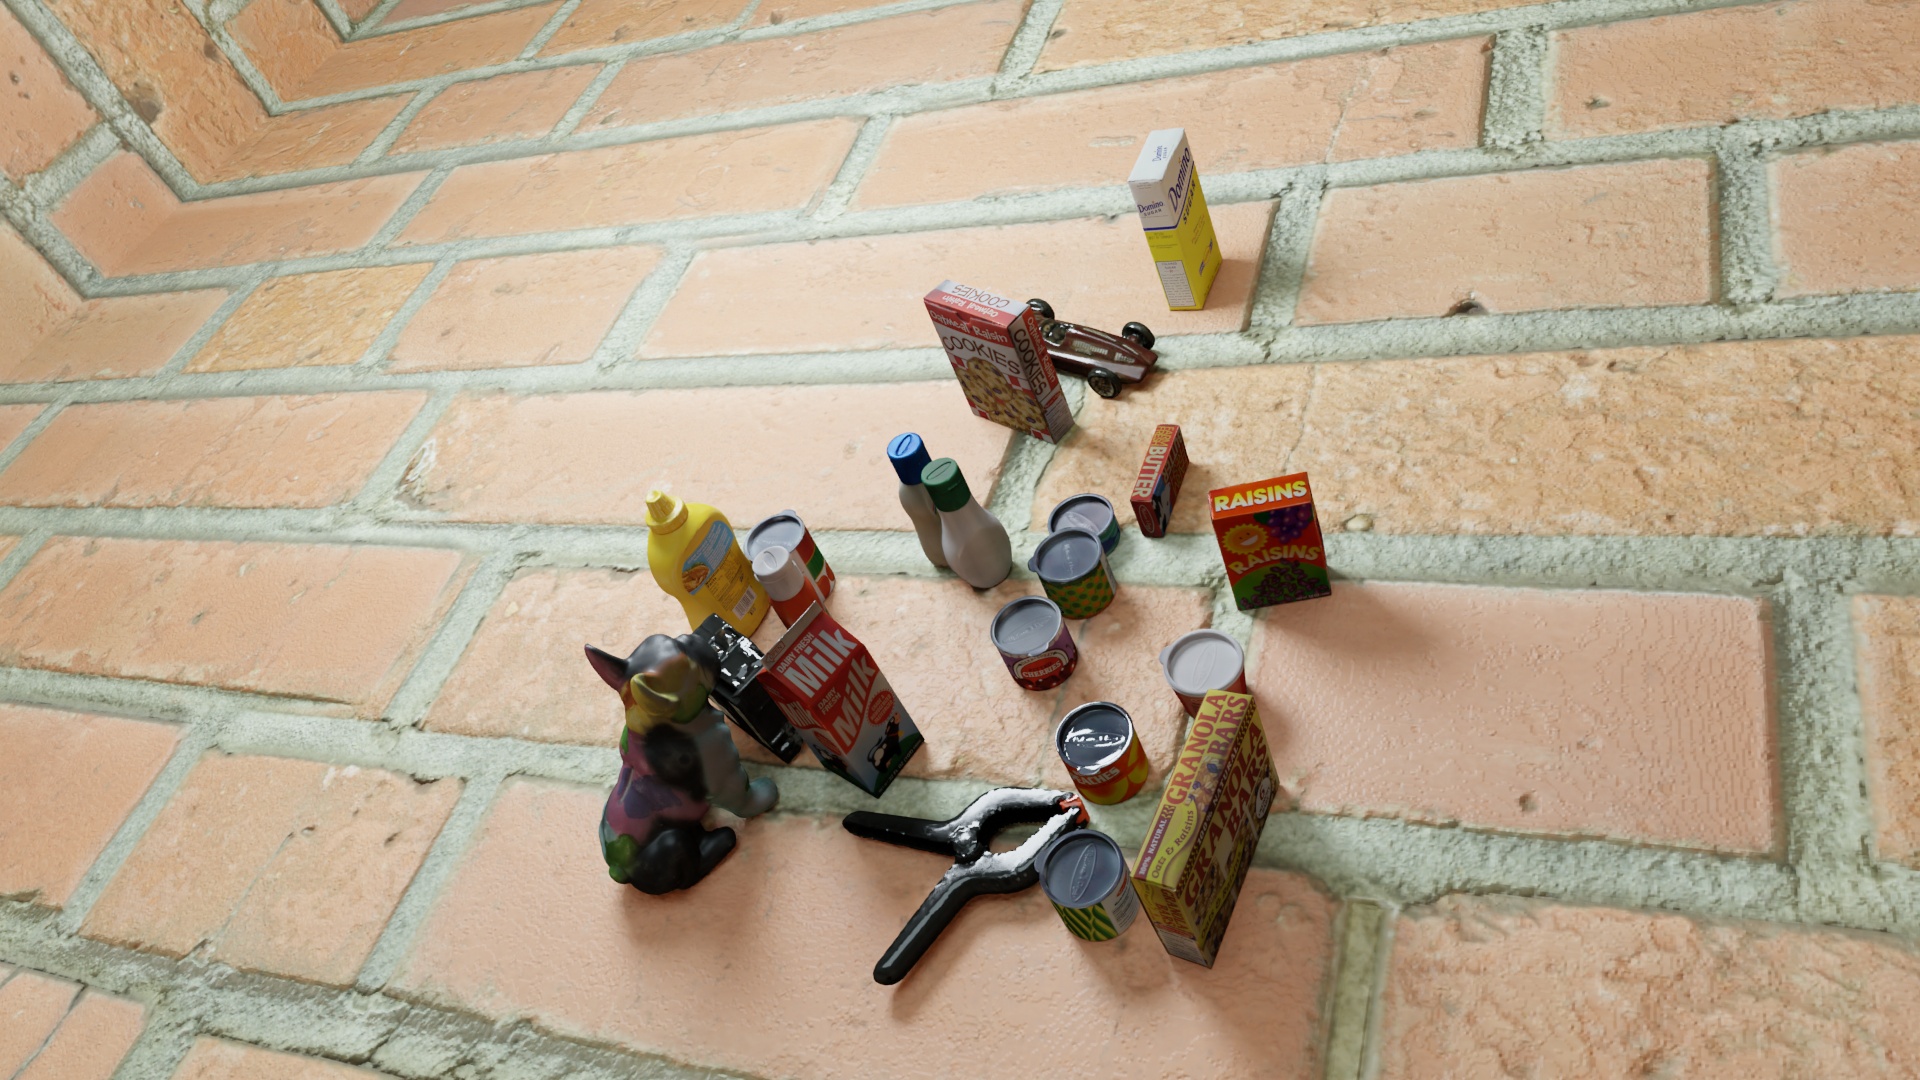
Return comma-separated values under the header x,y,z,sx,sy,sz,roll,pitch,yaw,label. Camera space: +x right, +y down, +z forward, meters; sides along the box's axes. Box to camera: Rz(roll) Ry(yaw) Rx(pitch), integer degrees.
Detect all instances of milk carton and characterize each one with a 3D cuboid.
x,y,z,sx,sy,sz,roll,pitch,yaw,label
-0.109,0.134,1.196,0.073,0.189,0.072,22,61,38,milk carton

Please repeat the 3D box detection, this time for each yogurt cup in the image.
x,y,z,sx,sy,sz,roll,pitch,yaw,label
0.209,0.116,1.165,0.072,0.053,0.073,-13,45,13,yogurt cup

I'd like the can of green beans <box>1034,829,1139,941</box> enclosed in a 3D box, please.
x,y,z,sx,sy,sz,roll,pitch,yaw,label
0.100,0.266,1.070,0.071,0.057,0.071,-13,45,13,can of green beans

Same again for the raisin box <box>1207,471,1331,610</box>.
x,y,z,sx,sy,sz,roll,pitch,yaw,label
0.268,0.002,1.197,0.086,0.123,0.040,-11,46,16,raisin box

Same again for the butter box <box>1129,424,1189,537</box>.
x,y,z,sx,sy,sz,roll,pitch,yaw,label
0.193,-0.059,1.340,0.024,0.053,0.104,4,51,28,butter box

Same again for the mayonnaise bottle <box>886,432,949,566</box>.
x,y,z,sx,sy,sz,roll,pitch,yaw,label
-0.030,-0.042,1.358,0.041,0.147,0.065,7,53,30,mayonnaise bottle

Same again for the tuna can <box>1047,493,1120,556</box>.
x,y,z,sx,sy,sz,roll,pitch,yaw,label
0.118,-0.010,1.342,0.071,0.032,0.071,-13,45,13,tuna can

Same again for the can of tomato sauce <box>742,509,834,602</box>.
x,y,z,sx,sy,sz,roll,pitch,yaw,label
-0.172,0.022,1.410,0.071,0.082,0.071,-13,45,13,can of tomato sauce

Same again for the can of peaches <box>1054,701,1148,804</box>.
x,y,z,sx,sy,sz,roll,pitch,yaw,label
0.117,0.178,1.146,0.071,0.057,0.071,-13,45,13,can of peaches

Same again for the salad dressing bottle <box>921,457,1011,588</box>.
x,y,z,sx,sy,sz,roll,pitch,yaw,label
0.005,-0.017,1.318,0.064,0.147,0.044,-36,44,-10,salad dressing bottle

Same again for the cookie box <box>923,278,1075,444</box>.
x,y,z,sx,sy,sz,roll,pitch,yaw,label
0.041,-0.185,1.448,0.123,0.166,0.040,25,63,39,cookie box

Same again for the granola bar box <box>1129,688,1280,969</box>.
x,y,z,sx,sy,sz,roll,pitch,yaw,label
0.185,0.213,1.034,0.039,0.123,0.166,9,53,31,granola bar box

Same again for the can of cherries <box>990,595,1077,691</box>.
x,y,z,sx,sy,sz,roll,pitch,yaw,label
0.067,0.095,1.248,0.071,0.058,0.072,-13,45,13,can of cherries

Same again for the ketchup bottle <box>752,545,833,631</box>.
x,y,z,sx,sy,sz,roll,pitch,yaw,label
-0.150,0.066,1.309,0.043,0.148,0.065,-33,44,-7,ketchup bottle

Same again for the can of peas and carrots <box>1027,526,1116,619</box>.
x,y,z,sx,sy,sz,roll,pitch,yaw,label
0.104,0.032,1.290,0.071,0.058,0.071,-13,45,13,can of peas and carrots
